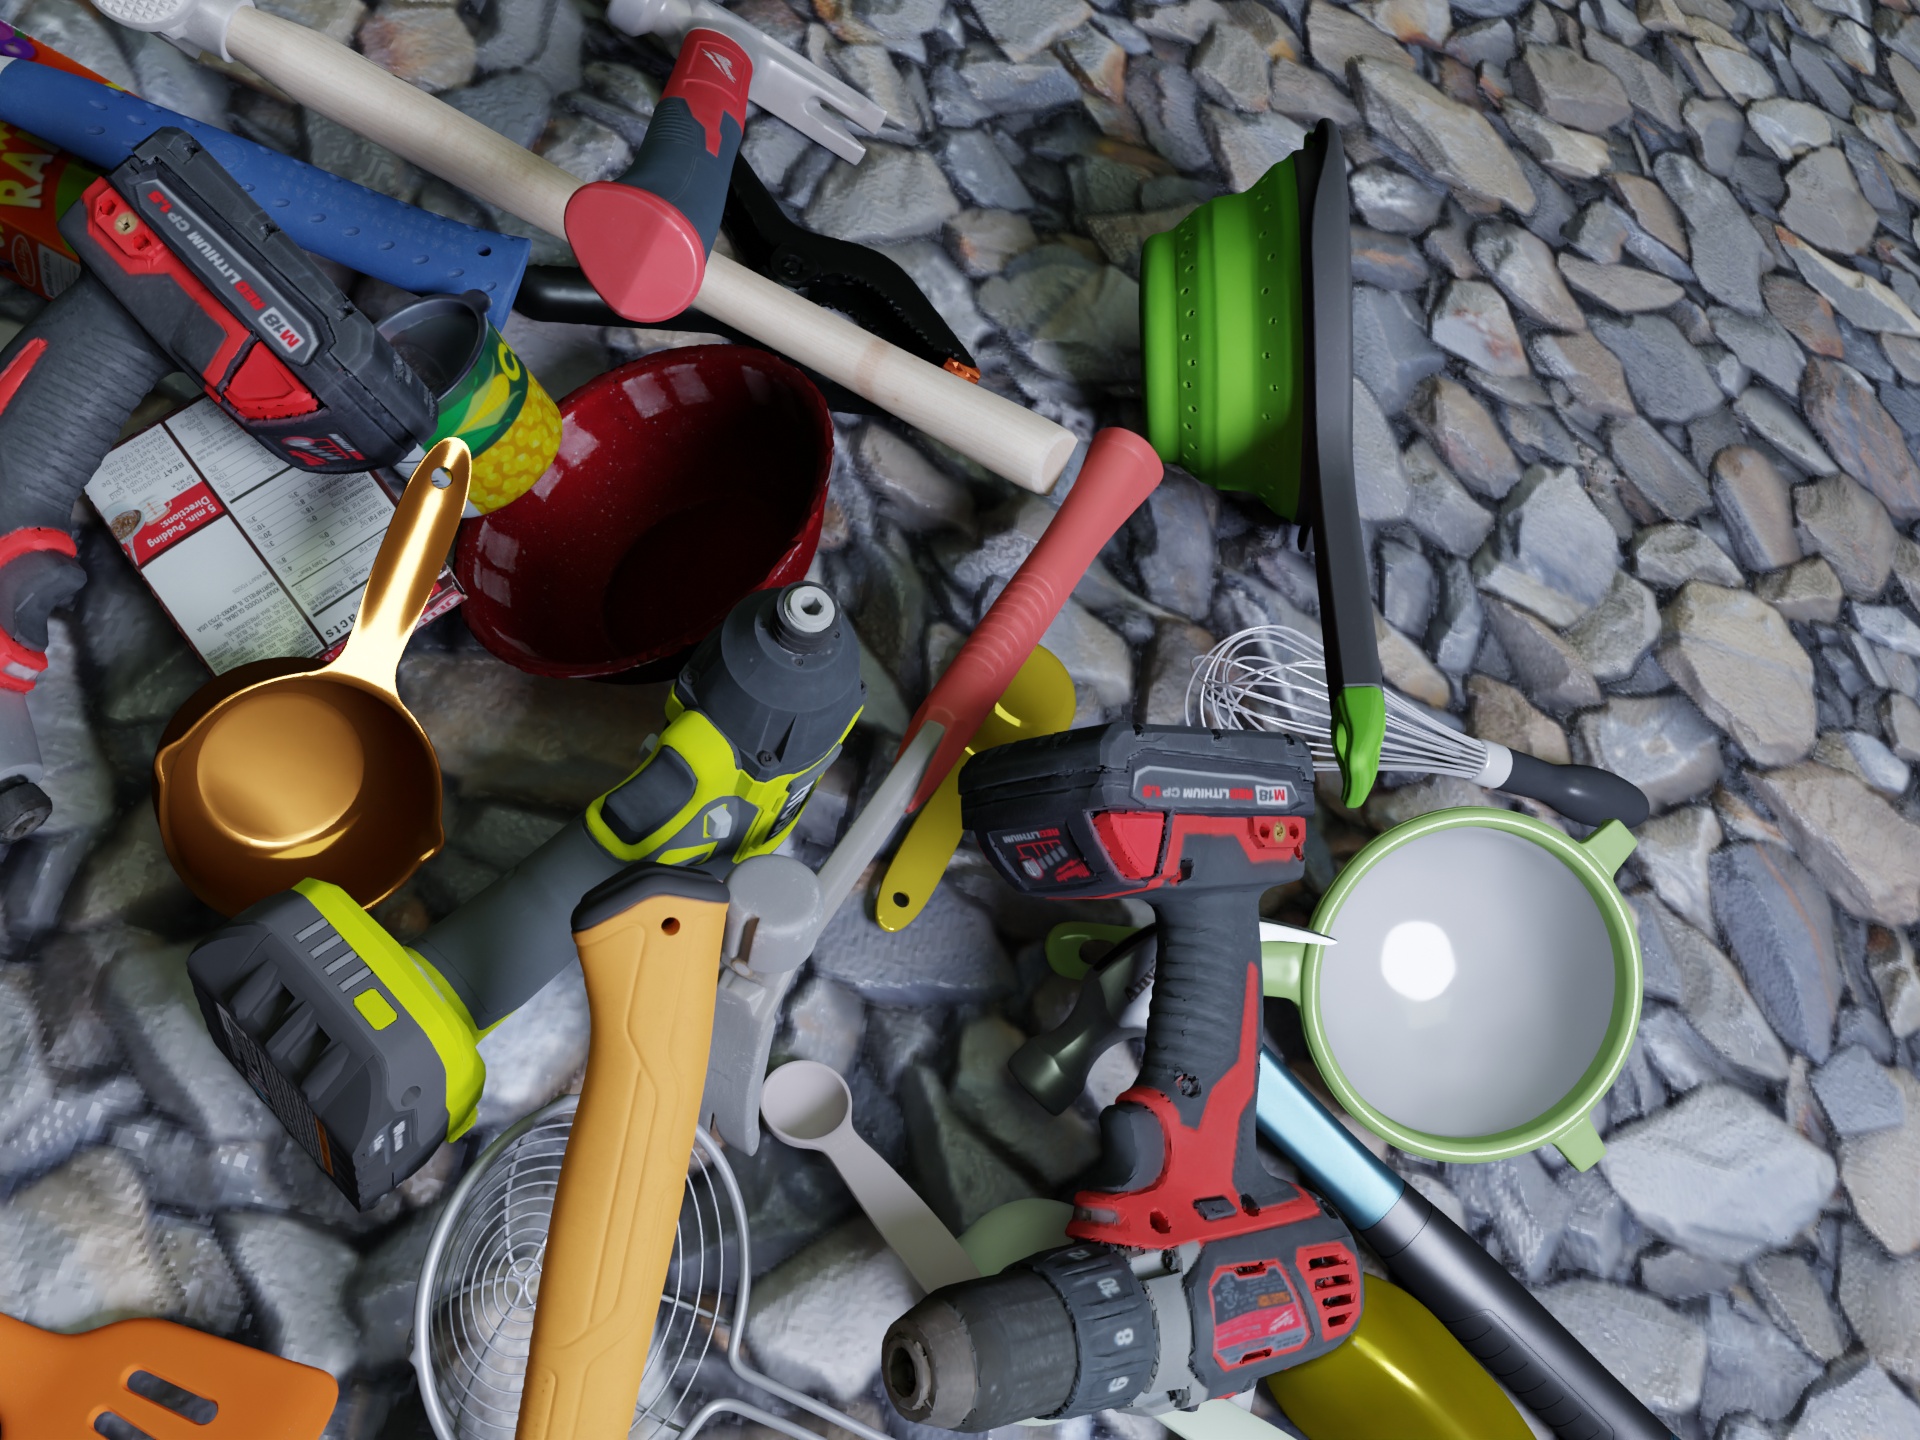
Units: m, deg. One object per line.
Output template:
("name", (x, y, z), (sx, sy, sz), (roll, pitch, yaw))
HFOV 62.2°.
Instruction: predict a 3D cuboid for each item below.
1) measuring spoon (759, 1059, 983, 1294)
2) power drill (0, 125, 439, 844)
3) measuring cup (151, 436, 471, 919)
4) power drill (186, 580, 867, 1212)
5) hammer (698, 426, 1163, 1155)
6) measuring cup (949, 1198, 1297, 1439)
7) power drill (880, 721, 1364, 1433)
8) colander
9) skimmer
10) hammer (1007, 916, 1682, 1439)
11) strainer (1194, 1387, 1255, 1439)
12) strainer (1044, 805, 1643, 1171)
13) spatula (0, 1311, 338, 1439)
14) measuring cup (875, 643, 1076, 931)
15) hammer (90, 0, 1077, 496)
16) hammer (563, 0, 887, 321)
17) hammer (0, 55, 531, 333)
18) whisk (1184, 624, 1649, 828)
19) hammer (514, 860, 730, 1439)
("measuring spoon", (-0.029, 0.174, 0.574), (0.034, 0.018, 0.124), (-27, 61, -35))
("power drill", (-0.290, -0.071, 0.521), (0.219, 0.078, 0.143), (-43, 86, -7))
("measuring cup", (-0.210, -0.017, 0.540), (0.095, 0.052, 0.173), (24, 88, -35))
("power drill", (-0.127, 0.046, 0.521), (0.080, 0.171, 0.223), (46, 59, 7))
("hammer", (-0.001, -0.002, 0.626), (0.037, 0.149, 0.359), (27, 48, 8))
("measuring cup", (0.069, 0.234, 0.575), (0.167, 0.038, 0.083), (28, 51, 5))
("power drill", (0.052, 0.118, 0.539), (0.187, 0.080, 0.227), (3, 79, -37))
("colander", (0.129, -0.123, 0.726), (0.094, 0.204, 0.397), (-1, 48, 8))
("skimmer", (0.001, 0.241, 0.505), (0.363, 0.090, 0.127), (26, 55, 0))
("hammer", (0.178, 0.207, 0.646), (0.331, 0.033, 0.128), (44, 86, -5))
("strainer", (0.072, 0.324, 0.552), (0.087, 0.050, 0.259), (33, 50, -9))
("strainer", (0.161, 0.107, 0.695), (0.256, 0.069, 0.151), (5, 90, -4))
("spatula", (-0.333, 0.140, 0.453), (0.322, 0.041, 0.081), (36, 56, -3))
("measuring cup", (0.005, 0.024, 0.676), (0.062, 0.029, 0.157), (34, 53, -6))
("hammer", (-0.134, -0.198, 0.660), (0.410, 0.146, 0.038), (25, 98, -20))
("hammer", (-0.093, -0.232, 0.644), (0.143, 0.038, 0.387), (26, 27, -20))
("hammer", (-0.364, -0.232, 0.582), (0.405, 0.035, 0.144), (19, 58, -16))
("whisk", (0.232, 0.012, 0.777), (0.284, 0.070, 0.070), (15, 60, -23))
("hammer", (-0.102, 0.208, 0.443), (0.127, 0.034, 0.337), (10, 88, -17))
